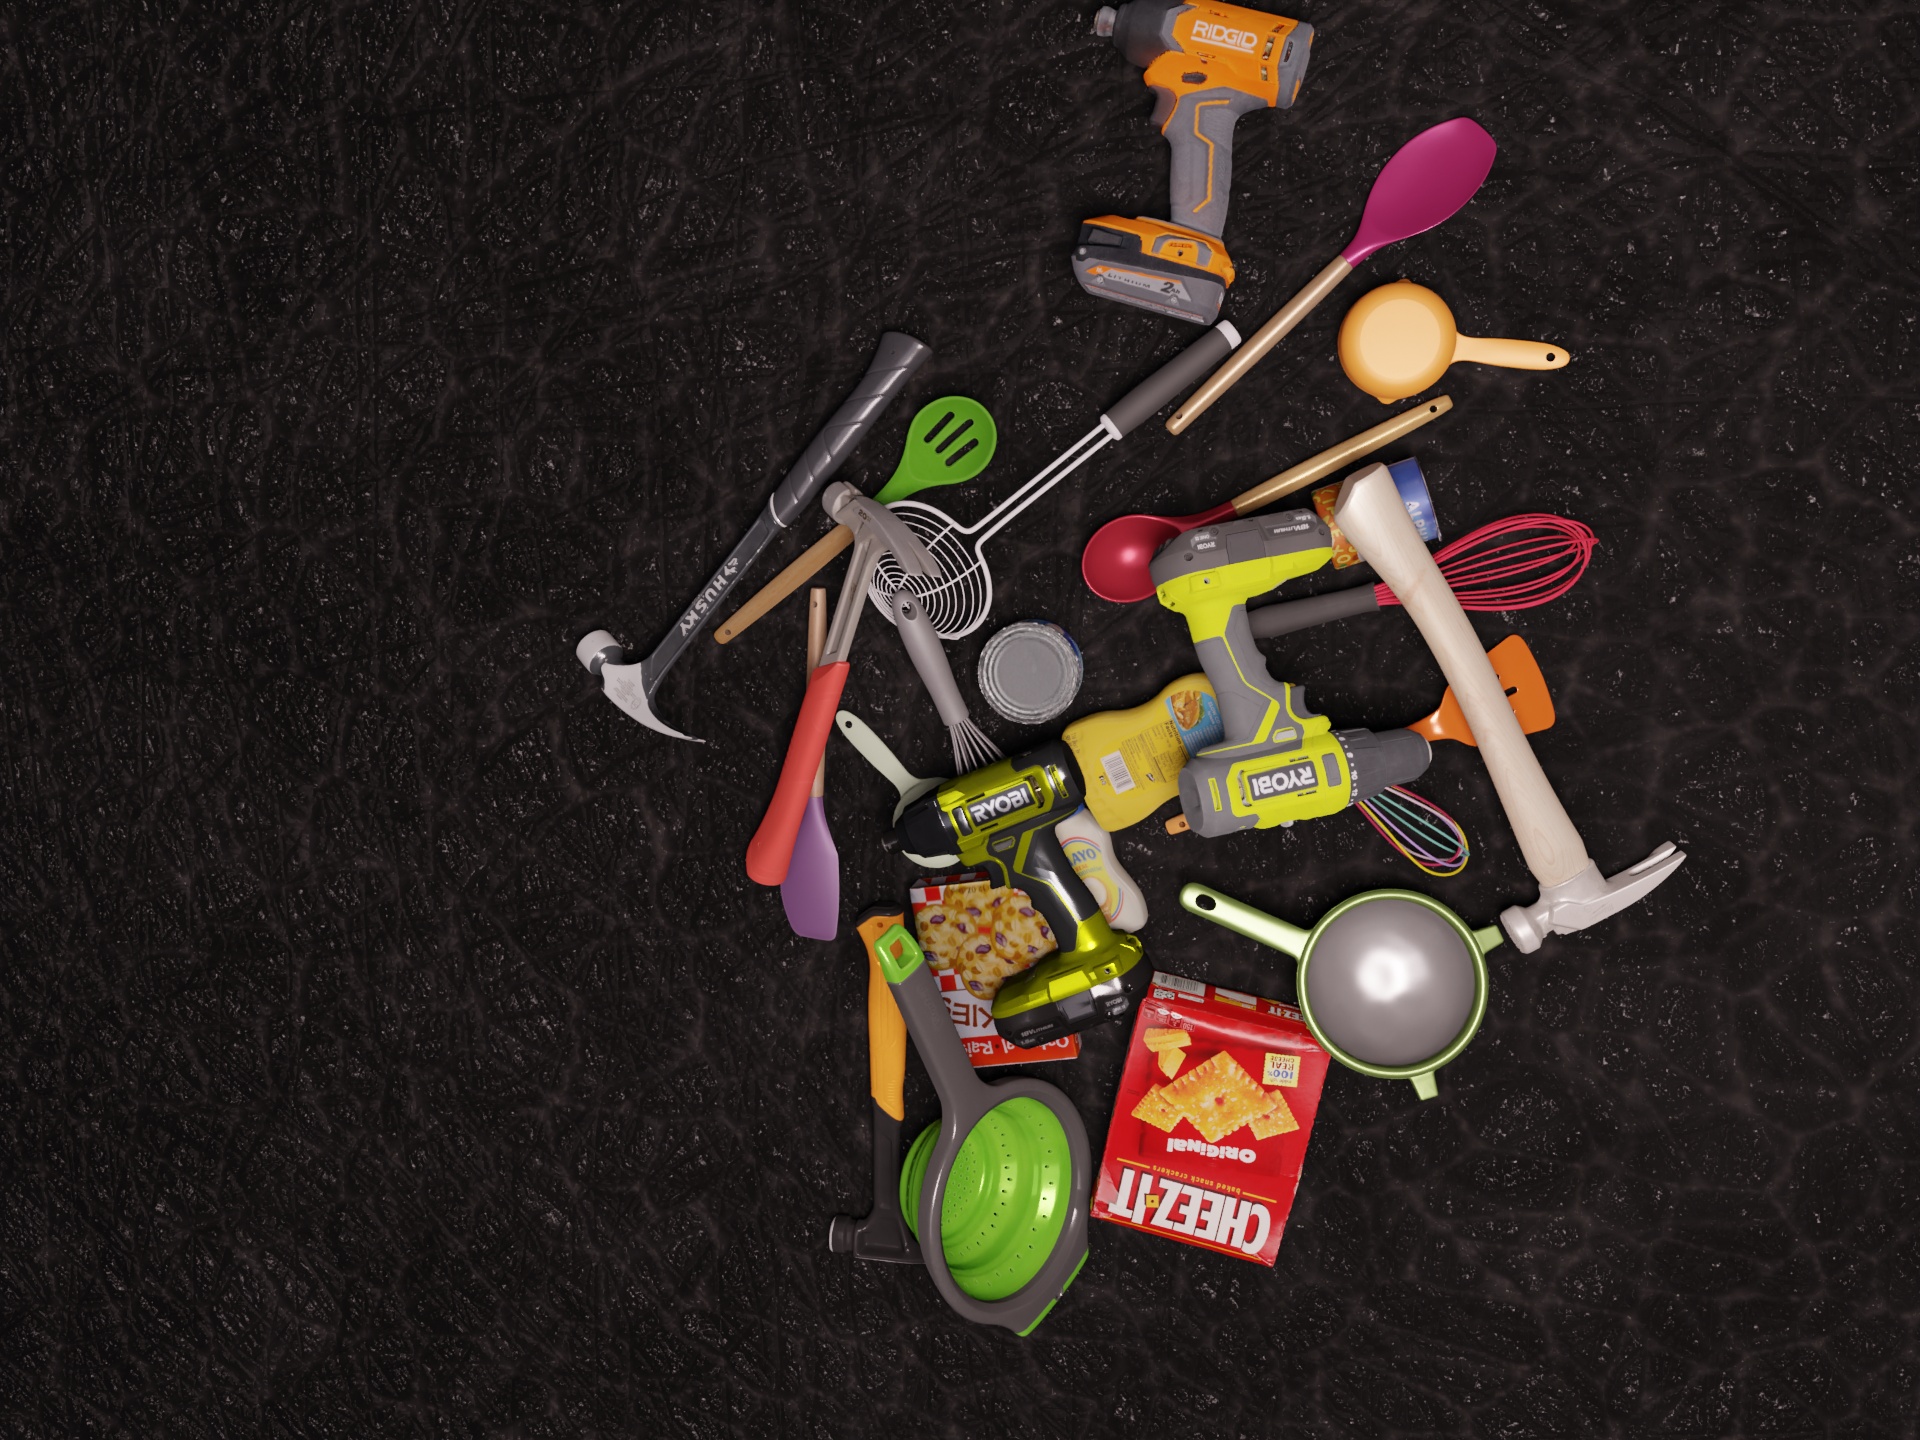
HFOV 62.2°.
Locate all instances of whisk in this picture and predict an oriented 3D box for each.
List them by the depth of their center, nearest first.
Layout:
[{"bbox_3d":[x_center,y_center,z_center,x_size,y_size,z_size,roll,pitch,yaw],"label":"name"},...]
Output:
[{"bbox_3d":[0.346,-0.102,1.249,0.296,0.073,0.073,-13,98,19],"label":"whisk"},{"bbox_3d":[0.305,0.048,1.257,0.245,0.051,0.047,34,96,-8],"label":"whisk"},{"bbox_3d":[-0.001,-0.004,1.314,0.055,0.055,0.238,-19,114,15],"label":"whisk"}]

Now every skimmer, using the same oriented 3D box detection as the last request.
[{"bbox_3d":[0.071,-0.201,1.296,0.363,0.090,0.127,-38,98,7],"label":"skimmer"}]

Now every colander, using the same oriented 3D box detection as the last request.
[{"bbox_3d":[-0.013,0.334,1.341,0.094,0.204,0.396,2,122,44],"label":"colander"}]

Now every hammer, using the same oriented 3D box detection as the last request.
[{"bbox_3d":[0.407,-0.018,1.213,0.146,0.038,0.410,-30,105,7],"label":"hammer"},{"bbox_3d":[-0.112,-0.008,1.321,0.149,0.036,0.359,48,128,43],"label":"hammer"},{"bbox_3d":[-0.162,-0.159,1.338,0.409,0.036,0.149,-49,64,12],"label":"hammer"},{"bbox_3d":[-0.058,0.326,1.426,0.127,0.034,0.337,2,101,12],"label":"hammer"}]

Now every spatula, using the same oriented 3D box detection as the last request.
[{"bbox_3d":[0.317,0.029,1.298,0.322,0.041,0.081,-23,96,19],"label":"spatula"},{"bbox_3d":[-0.130,0.040,1.395,0.060,0.018,0.316,8,103,22],"label":"spatula"}]

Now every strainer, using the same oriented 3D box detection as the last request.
[{"bbox_3d":[0.298,0.191,1.303,0.256,0.069,0.151,23,89,7],"label":"strainer"}]

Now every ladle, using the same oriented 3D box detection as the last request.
[{"bbox_3d":[0.242,-0.182,1.270,0.315,0.031,0.069,-26,97,13],"label":"ladle"}]

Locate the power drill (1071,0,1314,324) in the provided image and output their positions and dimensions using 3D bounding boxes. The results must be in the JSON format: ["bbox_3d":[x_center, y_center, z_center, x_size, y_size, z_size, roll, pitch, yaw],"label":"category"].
[{"bbox_3d":[0.158,-0.434,1.214,0.164,0.084,0.226,18,100,9],"label":"power drill"}]

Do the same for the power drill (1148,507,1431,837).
[{"bbox_3d":[0.245,-0.037,1.204,0.190,0.080,0.228,-12,85,-10],"label":"power drill"}]

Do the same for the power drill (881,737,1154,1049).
[{"bbox_3d":[0.049,0.144,1.299,0.171,0.080,0.223,-23,98,14],"label":"power drill"}]

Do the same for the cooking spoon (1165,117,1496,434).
[{"bbox_3d":[0.280,-0.338,1.236,0.319,0.017,0.069,-43,70,16],"label":"cooking spoon"}]

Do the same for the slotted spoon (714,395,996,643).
[{"bbox_3d":[-0.095,-0.163,1.344,0.313,0.031,0.070,-38,103,18],"label":"slotted spoon"}]

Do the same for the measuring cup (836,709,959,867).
[{"bbox_3d":[-0.052,0.057,1.370,0.083,0.038,0.167,-42,92,16],"label":"measuring cup"}]

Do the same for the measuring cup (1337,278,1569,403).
[{"bbox_3d":[0.375,-0.284,1.208,0.173,0.052,0.095,9,102,12],"label":"measuring cup"}]
